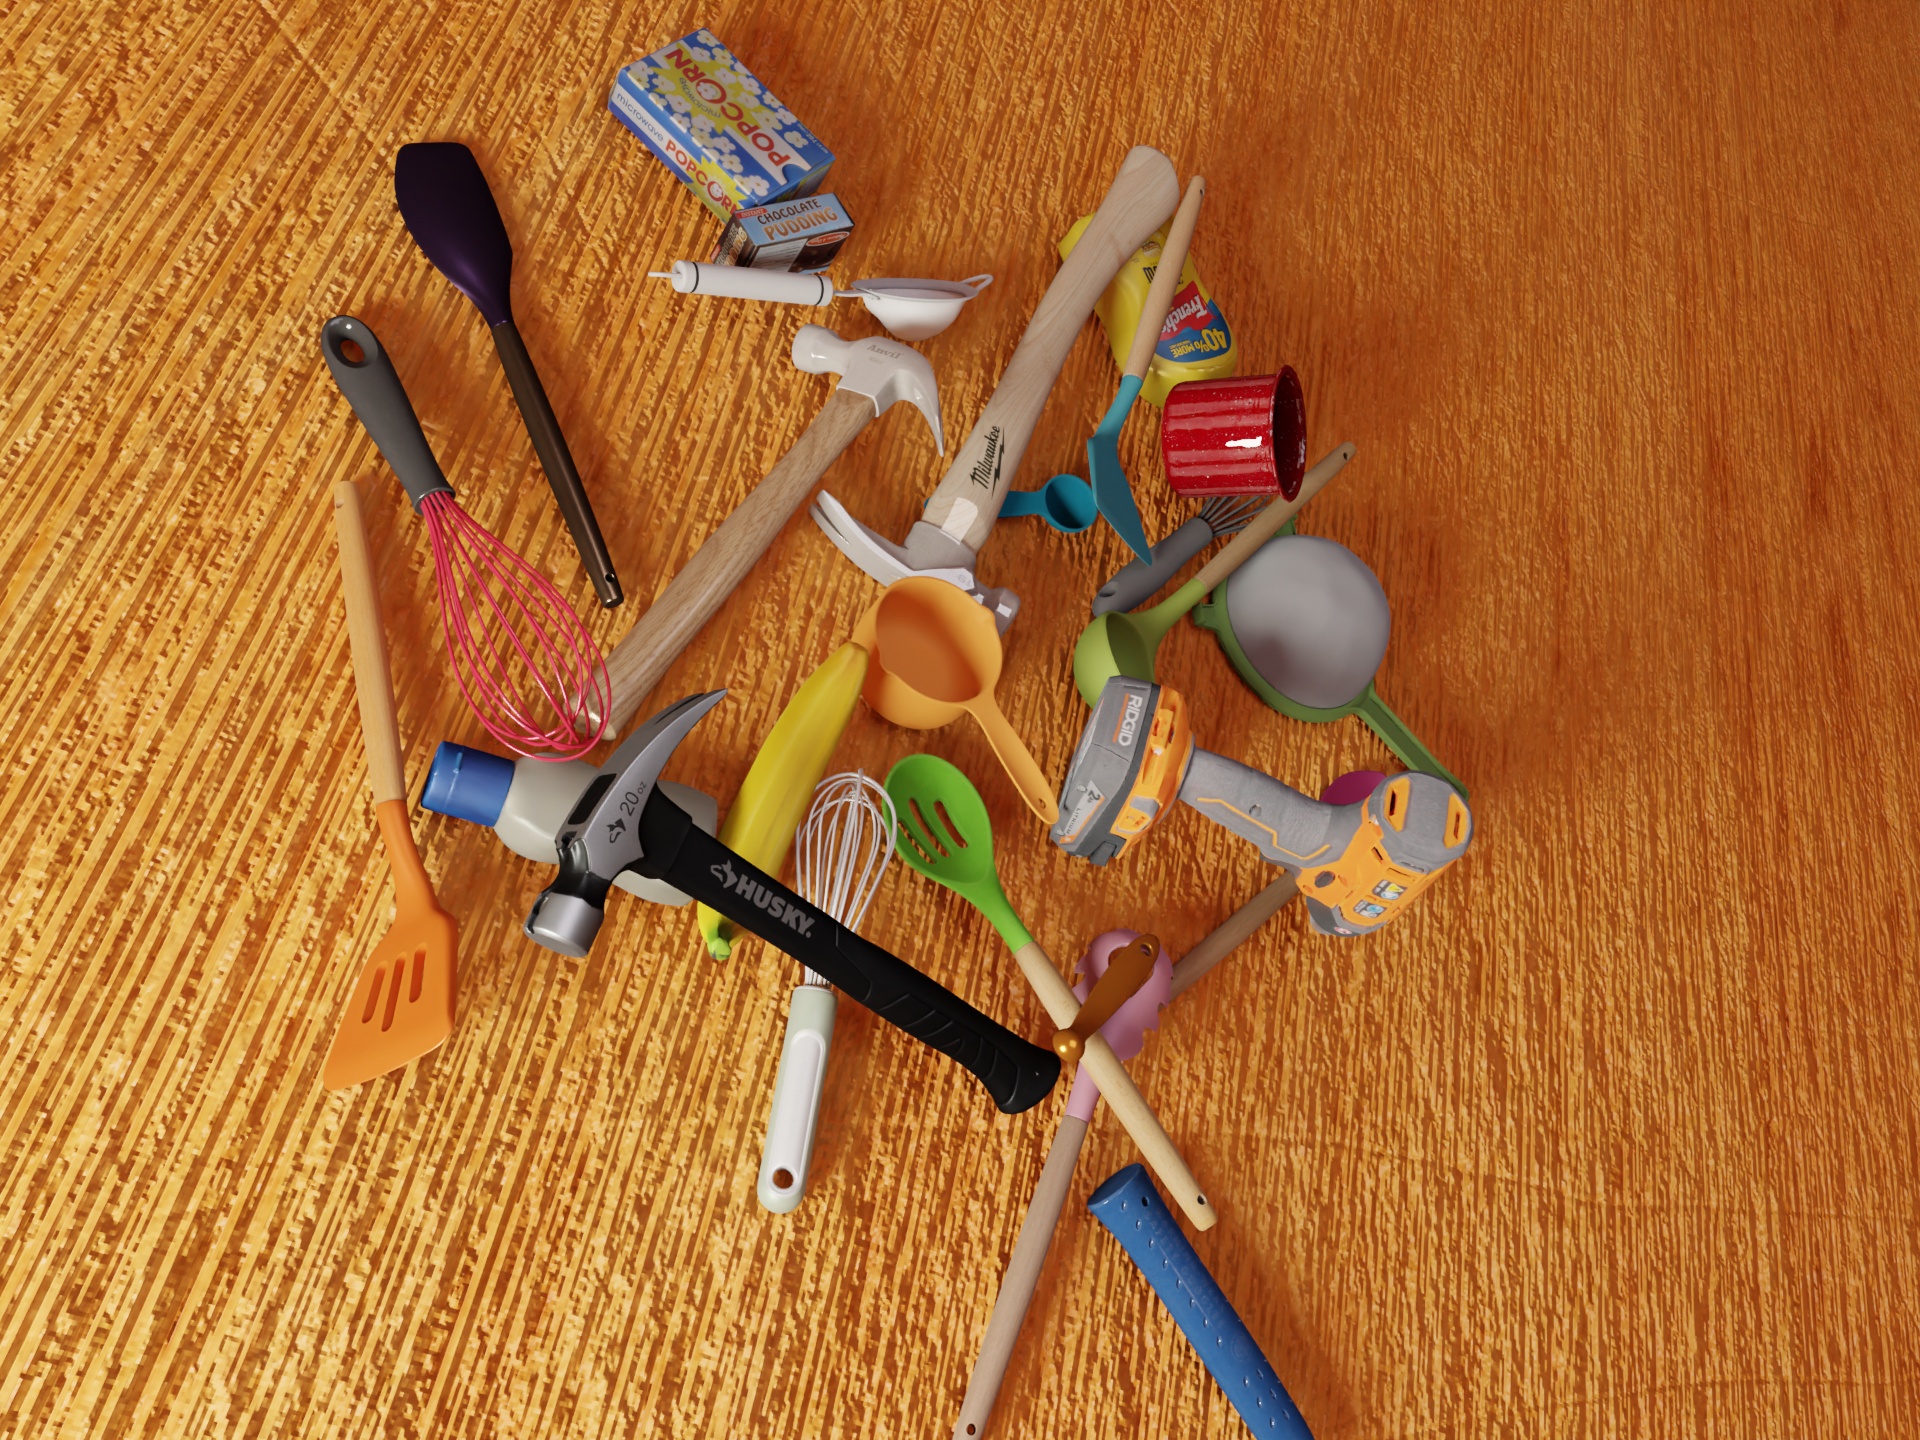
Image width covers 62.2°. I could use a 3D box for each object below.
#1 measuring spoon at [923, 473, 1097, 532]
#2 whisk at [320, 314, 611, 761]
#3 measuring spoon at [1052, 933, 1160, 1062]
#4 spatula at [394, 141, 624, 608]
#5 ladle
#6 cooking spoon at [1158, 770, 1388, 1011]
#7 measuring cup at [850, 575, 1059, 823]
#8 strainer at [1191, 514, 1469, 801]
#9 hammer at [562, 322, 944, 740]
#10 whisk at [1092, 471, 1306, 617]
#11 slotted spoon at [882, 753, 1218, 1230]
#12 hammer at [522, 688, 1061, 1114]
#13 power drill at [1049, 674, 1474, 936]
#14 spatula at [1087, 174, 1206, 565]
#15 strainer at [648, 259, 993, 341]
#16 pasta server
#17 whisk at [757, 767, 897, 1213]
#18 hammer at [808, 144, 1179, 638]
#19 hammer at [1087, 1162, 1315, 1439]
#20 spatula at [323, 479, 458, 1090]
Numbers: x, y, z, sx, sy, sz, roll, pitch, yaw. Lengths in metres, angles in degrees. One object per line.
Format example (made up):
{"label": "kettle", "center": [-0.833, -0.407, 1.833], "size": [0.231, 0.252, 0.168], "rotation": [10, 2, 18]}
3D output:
{"label": "measuring spoon", "center": [0.032, -0.144, 1.080], "size": [0.128, 0.021, 0.042], "rotation": [-4, 76, -23]}
{"label": "whisk", "center": [-0.270, -0.101, 0.844], "size": [0.073, 0.073, 0.296], "rotation": [-21, 71, -36]}
{"label": "measuring spoon", "center": [0.087, 0.154, 0.906], "size": [0.021, 0.011, 0.117], "rotation": [45, 44, 4]}
{"label": "spatula", "center": [-0.260, -0.206, 0.927], "size": [0.059, 0.018, 0.316], "rotation": [-17, 77, -34]}
{"label": "ladle", "center": [0.188, -0.107, 1.096], "size": [0.320, 0.062, 0.078], "rotation": [-41, 113, -27]}
{"label": "cooking spoon", "center": [0.209, 0.117, 1.062], "size": [0.319, 0.017, 0.069], "rotation": [-31, 79, -37]}
{"label": "measuring cup", "center": [-0.002, -0.003, 0.965], "size": [0.095, 0.052, 0.173], "rotation": [-29, 84, -39]}
{"label": "strainer", "center": [0.295, -0.040, 1.153], "size": [0.256, 0.069, 0.151], "rotation": [47, 53, -3]}
{"label": "hammer", "center": [-0.119, -0.116, 0.938], "size": [0.130, 0.031, 0.331], "rotation": [20, 58, 23]}
{"label": "whisk", "center": [0.173, -0.133, 1.138], "size": [0.239, 0.055, 0.055], "rotation": [-38, 91, -33]}
{"label": "slotted spoon", "center": [0.049, 0.152, 0.910], "size": [0.070, 0.031, 0.314], "rotation": [-23, 70, -35]}
{"label": "hammer", "center": [-0.060, 0.117, 0.828], "size": [0.334, 0.035, 0.146], "rotation": [38, 61, -33]}
{"label": "power drill", "center": [0.176, 0.067, 0.982], "size": [0.226, 0.164, 0.084], "rotation": [19, 58, 1]}
{"label": "spatula", "center": [0.139, -0.261, 1.122], "size": [0.082, 0.044, 0.318], "rotation": [40, 61, -45]}
{"label": "strainer", "center": [-0.086, -0.277, 1.035], "size": [0.258, 0.087, 0.050], "rotation": [-5, 114, -37]}
{"label": "pasta server", "center": [0.056, 0.253, 0.898], "size": [0.060, 0.040, 0.316], "rotation": [20, 63, 7]}
{"label": "whisk", "center": [-0.076, 0.140, 0.863], "size": [0.058, 0.059, 0.246], "rotation": [11, 66, -6]}
{"label": "hammer", "center": [0.046, -0.251, 1.082], "size": [0.146, 0.038, 0.411], "rotation": [33, 64, -12]}
{"label": "hammer", "center": [0.205, 0.430, 0.906], "size": [0.144, 0.035, 0.405], "rotation": [-32, 87, -37]}
{"label": "spatula", "center": [-0.292, 0.018, 0.788], "size": [0.041, 0.081, 0.323], "rotation": [24, 46, -60]}
